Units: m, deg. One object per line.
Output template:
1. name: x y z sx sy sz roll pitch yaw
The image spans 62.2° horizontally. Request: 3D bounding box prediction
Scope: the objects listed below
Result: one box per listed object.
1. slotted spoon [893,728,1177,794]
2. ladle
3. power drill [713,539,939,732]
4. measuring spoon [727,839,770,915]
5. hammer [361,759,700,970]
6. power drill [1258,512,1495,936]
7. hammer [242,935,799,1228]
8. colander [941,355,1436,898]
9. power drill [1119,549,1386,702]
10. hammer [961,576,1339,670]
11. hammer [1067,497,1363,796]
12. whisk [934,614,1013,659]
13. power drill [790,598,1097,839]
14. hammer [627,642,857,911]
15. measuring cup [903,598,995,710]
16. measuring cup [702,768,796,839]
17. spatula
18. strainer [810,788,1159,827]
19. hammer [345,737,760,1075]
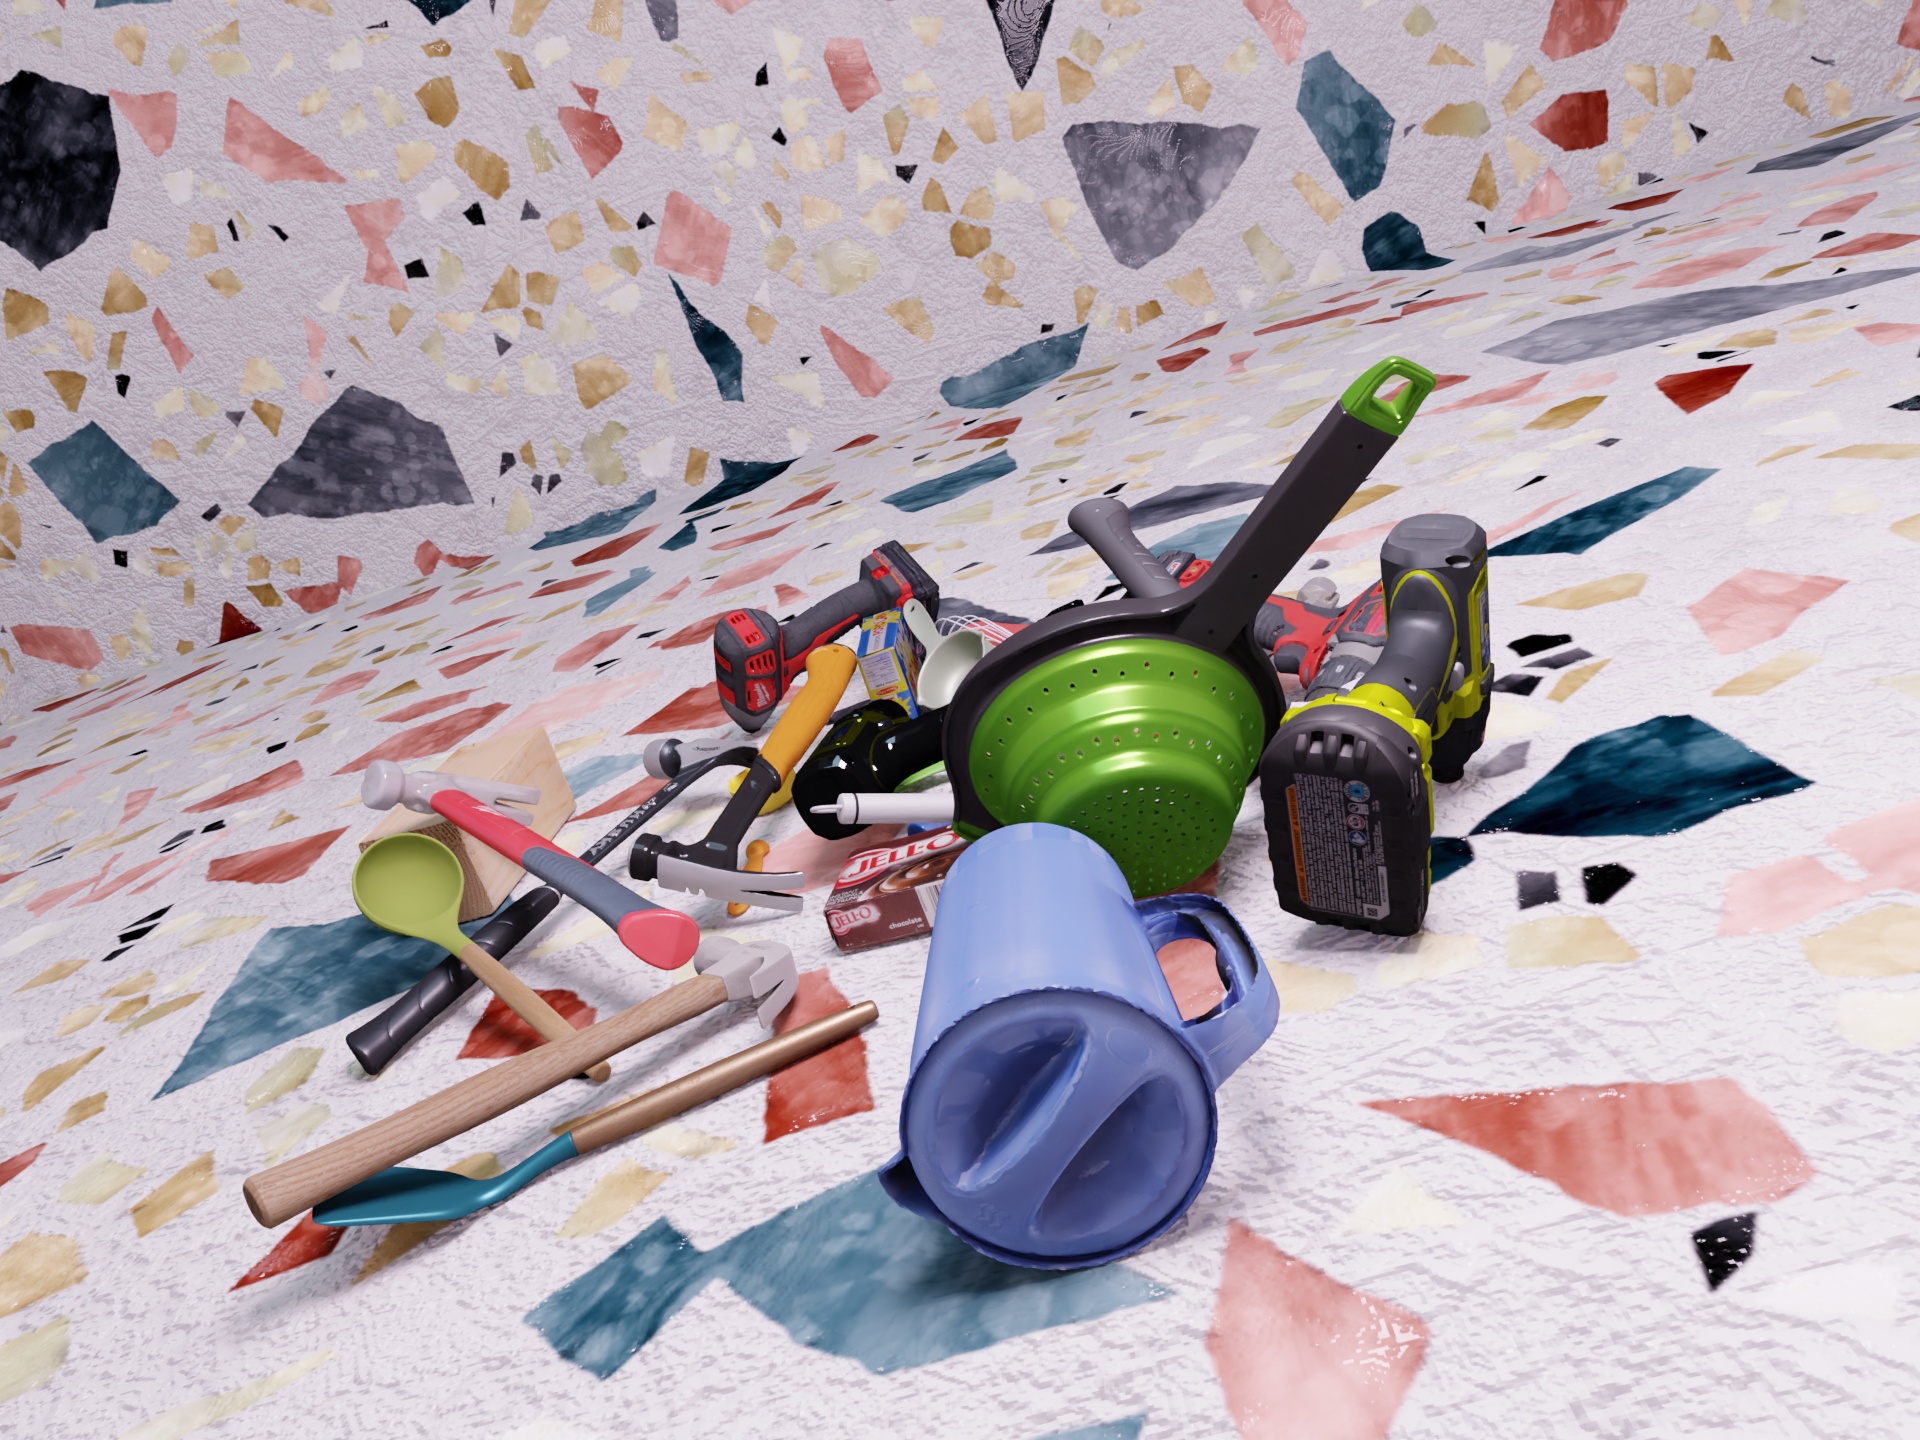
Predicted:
1. slotted spoon: 0.044 0.024 1.227 0.314 0.031 0.070 -11 21 17
2. ladle: -0.321 0.157 1.071 0.078 0.062 0.320 -22 31 -35
3. power drill: -0.132 -0.072 1.509 0.219 0.143 0.079 -27 57 -24
4. measuring spoon: -0.159 0.115 1.186 0.021 0.011 0.117 -16 19 8
5. hammer: -0.283 0.098 1.122 0.143 0.038 0.387 14 3 -43
6. power drill: 0.245 0.010 0.883 0.080 0.171 0.223 7 37 31
7. hammer: -0.235 0.198 0.906 0.331 0.031 0.130 -22 10 -36
8. colander: 0.132 -0.019 0.867 0.397 0.204 0.095 -55 28 35
9. power drill: 0.214 -0.043 1.139 0.227 0.080 0.188 10 45 38
10. hammer: 0.140 -0.072 1.387 0.359 0.036 0.149 -2 25 40
11. hammer: 0.150 -0.067 1.112 0.146 0.035 0.335 -26 40 -4
12. whisk: 0.066 -0.046 1.356 0.070 0.070 0.285 -30 27 -30
13. power drill: -0.002 -0.004 1.160 0.228 0.080 0.191 -23 12 16
14. hammer: -0.135 0.030 1.237 0.127 0.034 0.337 11 32 9
15. measuring cup: -0.011 -0.058 1.382 0.083 0.038 0.168 -47 35 11
16. measuring cup: -0.176 0.081 1.283 0.062 0.029 0.157 -12 26 25
17. spatula: -0.195 0.216 0.891 0.317 0.044 0.082 -22 11 -13
18. strainer: 0.029 0.058 1.021 0.258 0.050 0.087 1 -7 -19
19. hammer: -0.302 0.126 1.212 0.149 0.036 0.409 -4 29 38
